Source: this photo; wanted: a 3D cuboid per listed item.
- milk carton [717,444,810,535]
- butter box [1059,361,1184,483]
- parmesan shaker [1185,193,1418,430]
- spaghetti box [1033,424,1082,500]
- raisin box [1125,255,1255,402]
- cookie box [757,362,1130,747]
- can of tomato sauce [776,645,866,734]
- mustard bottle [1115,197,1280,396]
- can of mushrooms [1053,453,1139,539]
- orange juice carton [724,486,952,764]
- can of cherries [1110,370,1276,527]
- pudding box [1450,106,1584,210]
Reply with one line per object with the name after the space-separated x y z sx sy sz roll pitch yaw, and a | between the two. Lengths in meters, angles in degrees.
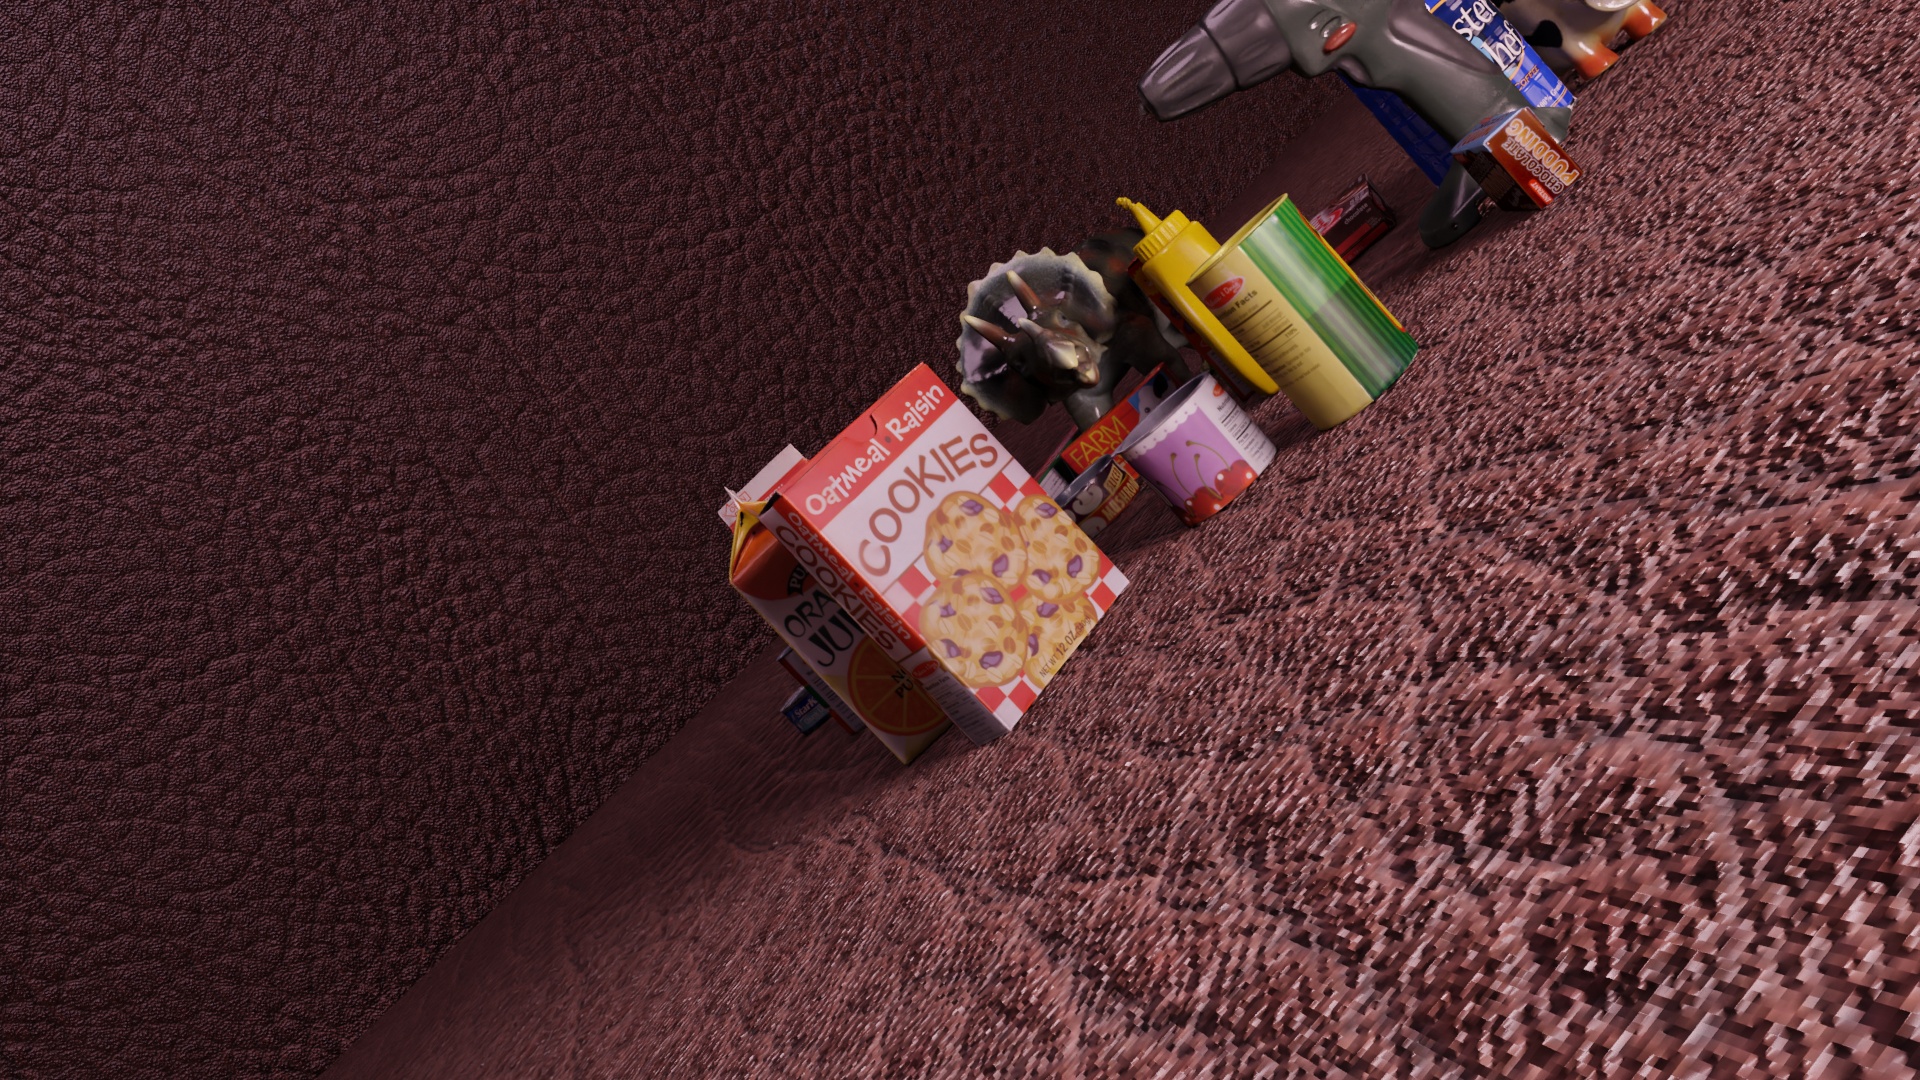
-0.071 0.027 0.926 0.072 0.190 0.073 -43 5 9 | milk carton
0.129 -0.079 1.030 0.103 0.053 0.024 -41 5 21 | butter box
0.172 -0.114 0.705 0.071 0.103 0.071 -43 5 5 | parmesan shaker
0.087 -0.045 1.093 0.028 0.050 0.251 -40 6 33 | spaghetti box
0.175 -0.164 0.977 0.040 0.123 0.086 -41 5 24 | raisin box
-0.005 0.005 0.733 0.123 0.167 0.040 -47 6 -35 | cookie box
-0.091 0.100 1.087 0.071 0.083 0.071 -43 5 5 | can of tomato sauce
0.159 -0.164 0.897 0.048 0.160 0.065 -42 5 13 | mustard bottle
0.095 -0.029 0.994 0.071 0.033 0.071 -43 5 5 | can of mushrooms
-0.074 0.039 0.843 0.073 0.192 0.072 -44 5 -3 | orange juice carton
0.127 -0.048 0.760 0.071 0.058 0.071 -43 5 5 | can of cherries
0.304 -0.209 0.764 0.030 0.049 0.084 -42 5 14 | pudding box
